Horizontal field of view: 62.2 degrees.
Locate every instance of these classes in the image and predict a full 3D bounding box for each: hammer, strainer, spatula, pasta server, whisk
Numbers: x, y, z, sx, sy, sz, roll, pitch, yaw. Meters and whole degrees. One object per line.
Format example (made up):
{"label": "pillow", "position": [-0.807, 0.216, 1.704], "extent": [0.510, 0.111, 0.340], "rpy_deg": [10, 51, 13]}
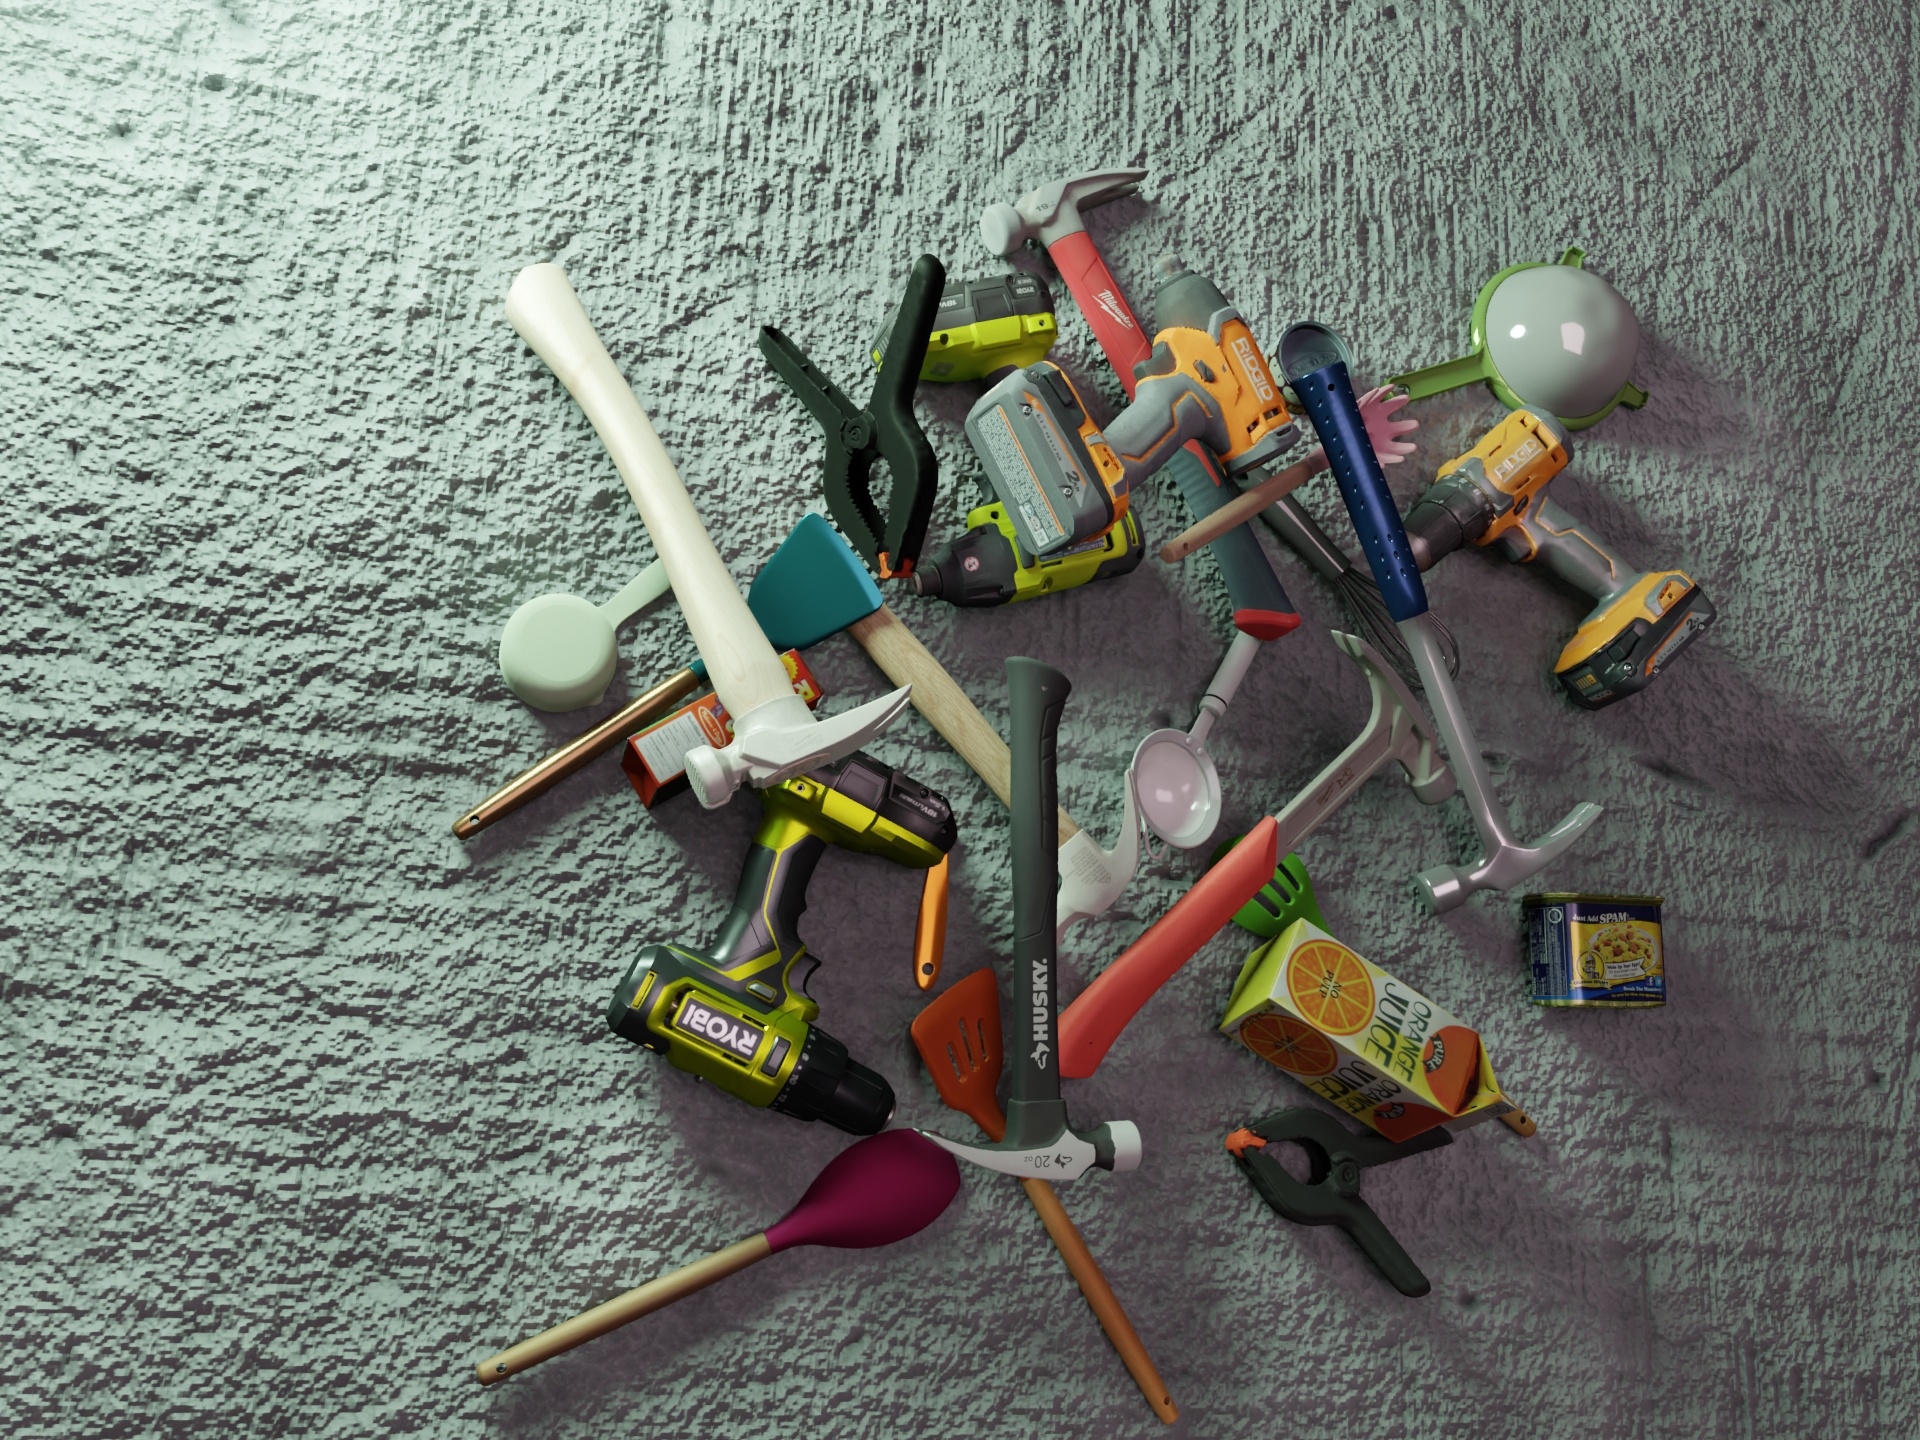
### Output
{"label": "hammer", "position": [0.182, 0.105, 1.091], "extent": [0.359, 0.037, 0.149], "rpy_deg": [-42, 111, -8]}
{"label": "strainer", "position": [0.180, -0.002, 1.158], "extent": [0.086, 0.050, 0.258], "rpy_deg": [42, 63, -20]}
{"label": "spatula", "position": [-0.198, -0.020, 1.050], "extent": [0.317, 0.044, 0.082], "rpy_deg": [-37, 87, -19]}
{"label": "strainer", "position": [0.457, -0.304, 1.290], "extent": [0.256, 0.069, 0.151], "rpy_deg": [-19, 84, -21]}
{"label": "hammer", "position": [-0.183, -0.142, 1.031], "extent": [0.146, 0.038, 0.411], "rpy_deg": [-23, 69, -19]}
{"label": "pasta server", "position": [0.245, -0.178, 1.170], "extent": [0.316, 0.040, 0.060], "rpy_deg": [-33, 104, -40]}
{"label": "hammer", "position": [-0.002, -0.003, 1.092], "extent": [0.130, 0.031, 0.331], "rpy_deg": [-42, 86, 9]}
{"label": "hammer", "position": [0.043, 0.125, 1.028], "extent": [0.146, 0.035, 0.335], "rpy_deg": [2, 83, -20]}
{"label": "hammer", "position": [0.340, -0.068, 1.166], "extent": [0.144, 0.035, 0.405], "rpy_deg": [-22, 94, -1]}
{"label": "hammer", "position": [0.162, -0.239, 1.195], "extent": [0.143, 0.038, 0.386], "rpy_deg": [-24, 81, -21]}
{"label": "whisk", "position": [0.291, -0.115, 1.213], "extent": [0.239, 0.055, 0.055], "rpy_deg": [46, 70, 2]}
{"label": "spatula", "position": [0.063, 0.321, 1.049], "extent": [0.081, 0.041, 0.322], "rpy_deg": [-29, 88, -40]}

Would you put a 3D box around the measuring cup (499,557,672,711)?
{"label": "measuring cup", "position": [-0.231, -0.074, 1.055], "extent": [0.167, 0.038, 0.083], "rpy_deg": [-42, 91, -18]}

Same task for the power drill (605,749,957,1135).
{"label": "power drill", "position": [-0.094, 0.139, 1.028], "extent": [0.190, 0.080, 0.228], "rpy_deg": [29, 74, -11]}

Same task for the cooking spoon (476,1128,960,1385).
{"label": "cooking spoon", "position": [-0.145, 0.339, 0.997], "extent": [0.319, 0.017, 0.069], "rpy_deg": [-20, 83, -20]}

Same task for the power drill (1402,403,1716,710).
{"label": "power drill", "position": [0.454, -0.116, 1.244], "extent": [0.185, 0.084, 0.226], "rpy_deg": [-38, 86, -20]}

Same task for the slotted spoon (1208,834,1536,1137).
{"label": "slotted spoon", "position": [0.305, 0.197, 1.156], "extent": [0.313, 0.031, 0.070], "rpy_deg": [42, 71, -5]}

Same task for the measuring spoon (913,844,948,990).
{"label": "measuring spoon", "position": [-0.017, 0.126, 1.086], "extent": [0.021, 0.011, 0.117], "rpy_deg": [10, 75, -14]}

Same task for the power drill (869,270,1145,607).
{"label": "power drill", "position": [0.022, -0.195, 1.138], "extent": [0.171, 0.080, 0.223], "rpy_deg": [-15, 85, -20]}

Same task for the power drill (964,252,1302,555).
{"label": "power drill", "position": [0.118, -0.223, 1.099], "extent": [0.226, 0.084, 0.164], "rpy_deg": [-28, 93, -28]}
